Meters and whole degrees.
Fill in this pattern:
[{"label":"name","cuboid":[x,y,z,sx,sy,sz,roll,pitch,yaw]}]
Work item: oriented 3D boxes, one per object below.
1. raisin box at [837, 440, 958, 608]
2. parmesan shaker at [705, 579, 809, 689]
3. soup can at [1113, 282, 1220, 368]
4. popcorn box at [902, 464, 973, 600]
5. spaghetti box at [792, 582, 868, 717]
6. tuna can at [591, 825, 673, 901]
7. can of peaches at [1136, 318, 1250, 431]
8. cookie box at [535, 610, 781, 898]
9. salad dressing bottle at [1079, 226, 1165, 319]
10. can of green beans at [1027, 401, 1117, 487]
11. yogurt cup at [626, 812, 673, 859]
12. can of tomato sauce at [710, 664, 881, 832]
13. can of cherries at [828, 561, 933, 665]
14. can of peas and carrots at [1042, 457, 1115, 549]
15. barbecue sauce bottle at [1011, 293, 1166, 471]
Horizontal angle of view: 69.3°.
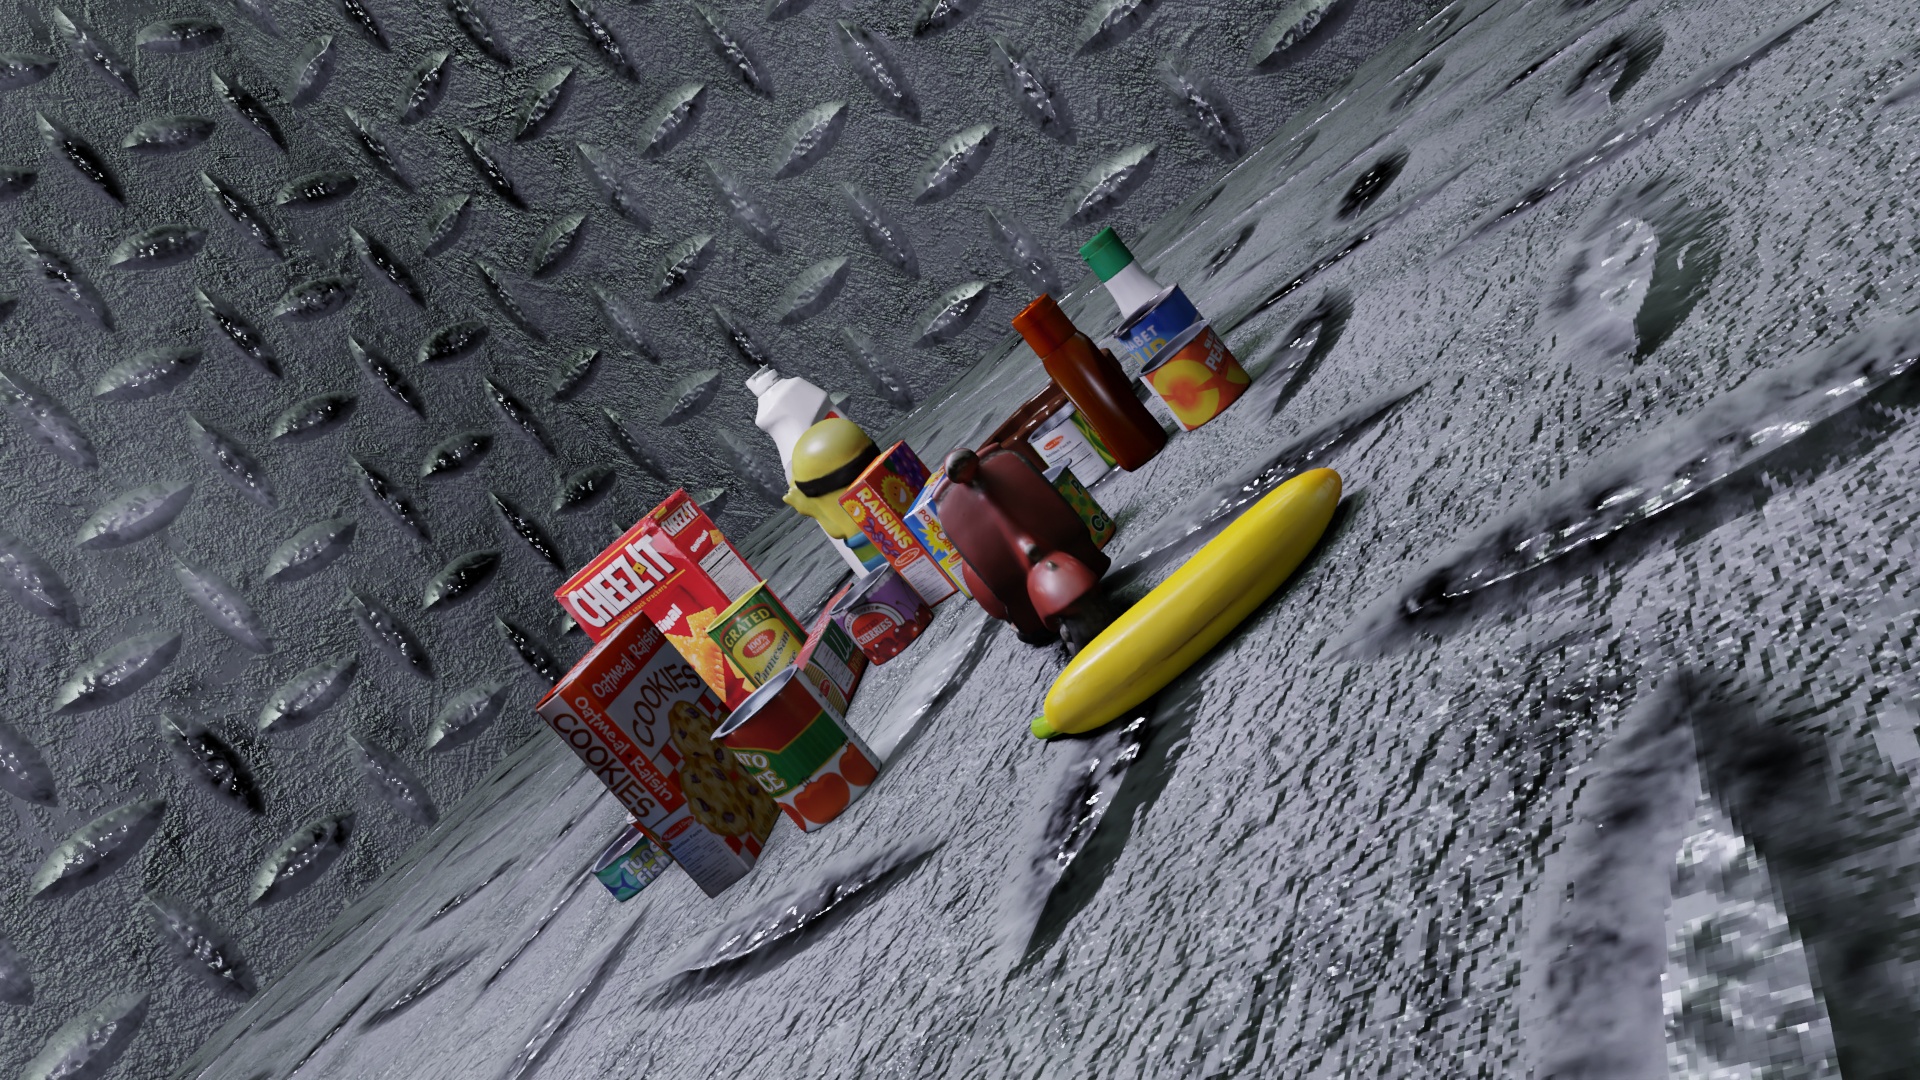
[{"label":"raisin box","cuboid":[-0.038,-0.015,1.191,0.040,0.123,0.086,-34,11,35]},{"label":"parmesan shaker","cuboid":[-0.166,0.096,1.234,0.071,0.103,0.071,-39,9,7]},{"label":"soup can","cuboid":[0.175,-0.157,1.141,0.071,0.083,0.071,-39,9,7]},{"label":"popcorn box","cuboid":[0.004,-0.014,1.138,0.038,0.085,0.127,-37,9,20]},{"label":"spaghetti box","cuboid":[-0.105,0.097,1.151,0.028,0.050,0.251,-38,9,14]},{"label":"tuna can","cuboid":[-0.249,0.244,1.074,0.071,0.033,0.071,-39,9,7]},{"label":"can of peaches","cuboid":[0.179,-0.126,1.055,0.071,0.058,0.071,-39,9,7]},{"label":"cookie box","cuboid":[-0.192,0.139,0.927,0.040,0.167,0.123,-38,9,16]},{"label":"salad dressing bottle","cuboid":[0.167,-0.218,1.266,0.044,0.147,0.064,-41,9,-8]},{"label":"can of green beans","cuboid":[0.100,-0.082,1.165,0.071,0.058,0.071,-39,9,7]},{"label":"yogurt cup","cuboid":[-0.205,0.203,1.032,0.072,0.054,0.072,-39,9,7]},{"label":"can of tomato sauce","cuboid":[-0.102,0.131,0.867,0.071,0.083,0.071,-39,9,7]},{"label":"can of cherries","cuboid":[-0.065,0.061,1.138,0.071,0.058,0.071,-39,9,7]},{"label":"can of peas and carrots","cuboid":[0.067,-0.013,0.963,0.071,0.058,0.071,-39,9,7]},{"label":"barbecue sauce bottle","cuboid":[0.100,-0.124,1.082,0.043,0.148,0.065,-37,9,18]}]
